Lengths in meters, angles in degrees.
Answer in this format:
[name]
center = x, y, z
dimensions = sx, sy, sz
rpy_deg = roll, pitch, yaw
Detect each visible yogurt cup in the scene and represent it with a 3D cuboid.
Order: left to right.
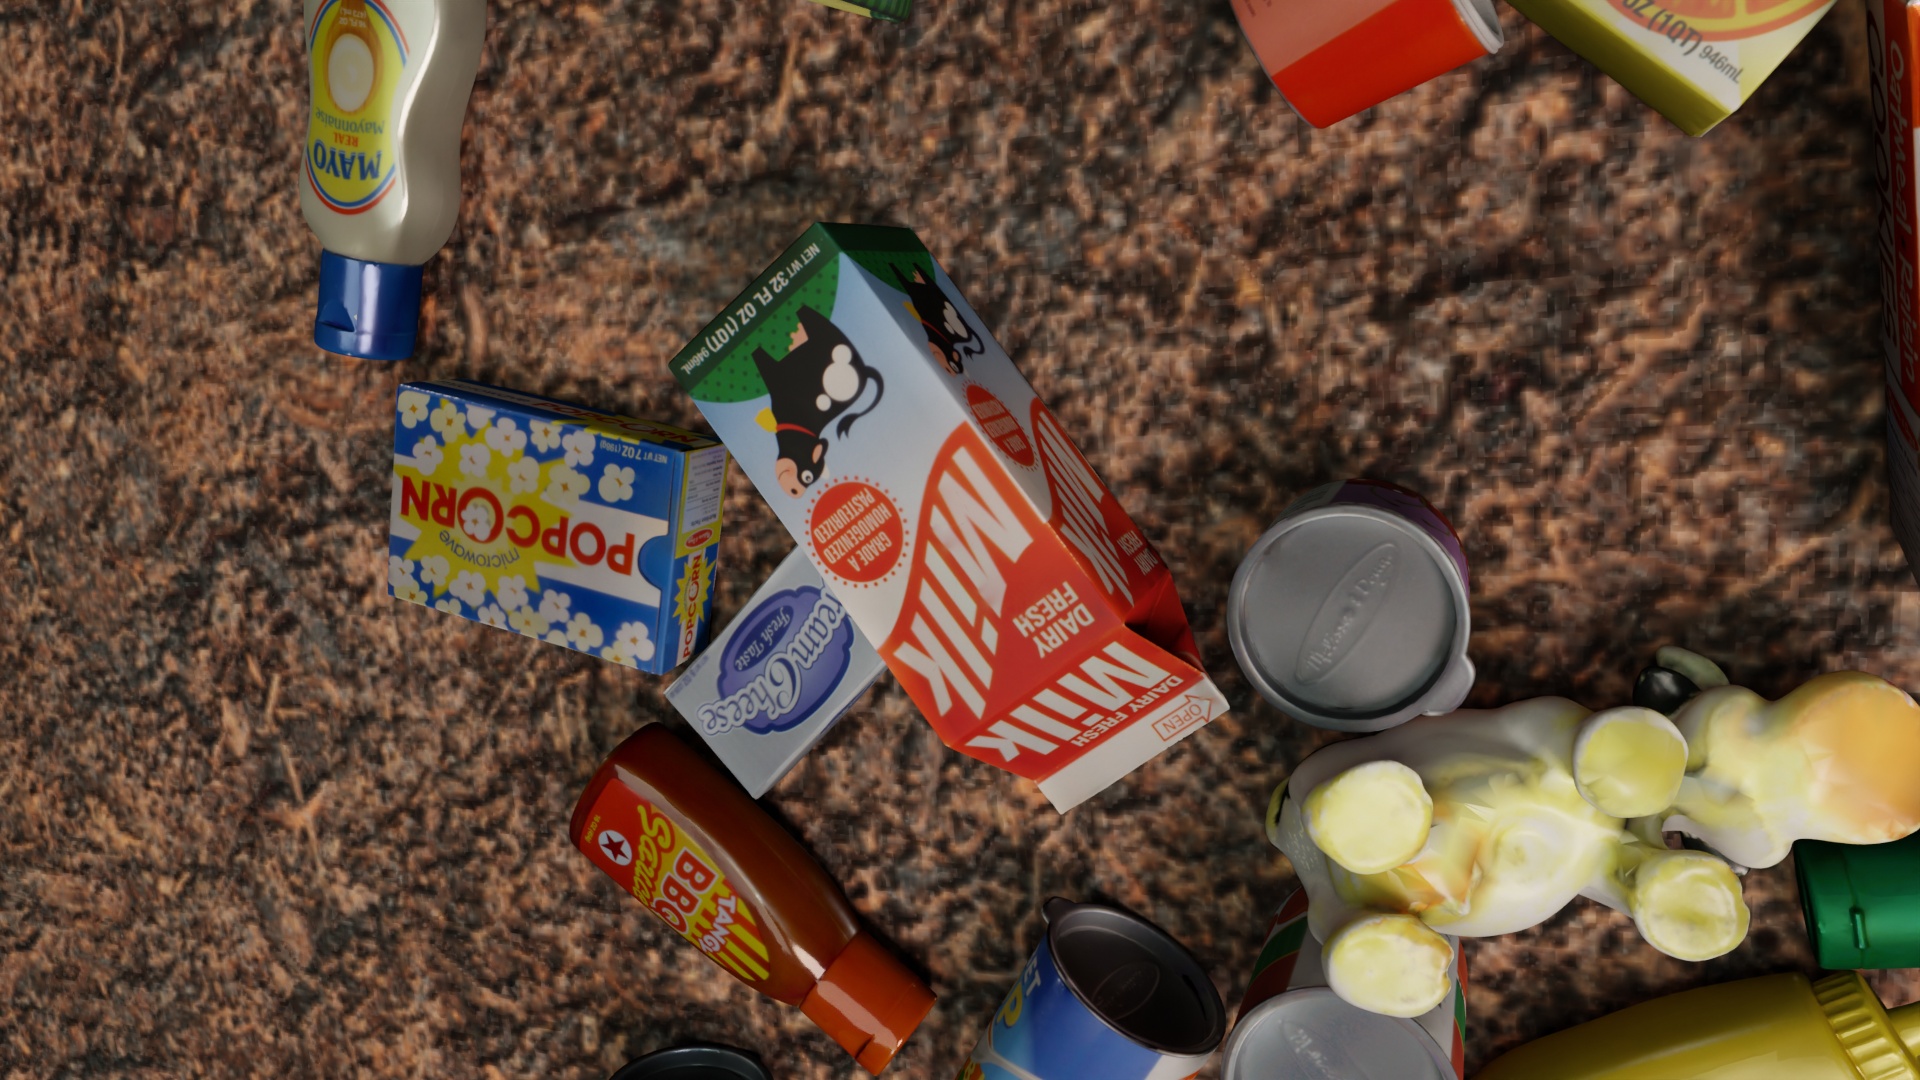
[yogurt cup]
center = 0.109, -0.151, 0.384
dimensions = 0.053, 0.073, 0.072
rpy_deg = -28, 90, 31

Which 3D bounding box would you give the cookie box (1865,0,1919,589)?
[cookie box]
center = 0.279, -0.068, 0.309
dimensions = 0.123, 0.040, 0.166
rpy_deg = -11, 124, 24

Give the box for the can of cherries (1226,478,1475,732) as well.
[can of cherries]
center = 0.119, 0.019, 0.415
dimensions = 0.071, 0.058, 0.071
rpy_deg = 4, 101, 20

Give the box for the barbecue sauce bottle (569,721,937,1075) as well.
[barbecue sauce bottle]
center = -0.076, 0.135, 0.518
dimensions = 0.148, 0.044, 0.064
rpy_deg = 38, 127, 10

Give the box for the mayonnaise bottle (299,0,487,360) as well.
[mayonnaise bottle]
center = -0.216, -0.143, 0.520
dimensions = 0.065, 0.041, 0.147
rpy_deg = 16, 105, 16

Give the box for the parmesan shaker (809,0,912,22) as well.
[parmesan shaker]
center = -0.032, -0.218, 0.423
dimensions = 0.071, 0.071, 0.102
rpy_deg = 20, 107, 16

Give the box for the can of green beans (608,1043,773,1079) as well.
[can of green beans]
center = -0.105, 0.239, 0.537
dimensions = 0.071, 0.071, 0.057
rpy_deg = 6, 103, 20

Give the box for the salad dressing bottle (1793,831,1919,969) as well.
[salad dressing bottle]
center = 0.307, 0.092, 0.366
dimensions = 0.147, 0.044, 0.064
rpy_deg = -9, 97, 23

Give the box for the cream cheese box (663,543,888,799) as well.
[cream cheese box]
center = -0.058, 0.041, 0.504
dimensions = 0.053, 0.024, 0.103
rpy_deg = 46, 112, 7

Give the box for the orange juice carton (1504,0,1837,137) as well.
[orange juice carton]
center = 0.220, -0.197, 0.327
dimensions = 0.072, 0.073, 0.192
rpy_deg = 41, 111, 9

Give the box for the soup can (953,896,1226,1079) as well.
[soup can]
center = 0.038, 0.175, 0.472
dimensions = 0.071, 0.071, 0.083
rpy_deg = 33, 110, 12

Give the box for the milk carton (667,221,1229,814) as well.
[milk carton]
center = 0.002, -0.006, 0.446
dimensions = 0.072, 0.074, 0.190
rpy_deg = -37, 86, 23

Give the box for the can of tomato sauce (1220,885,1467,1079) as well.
[can of tomato sauce]
center = 0.119, 0.150, 0.426
dimensions = 0.071, 0.083, 0.071
rpy_deg = 4, 102, 20

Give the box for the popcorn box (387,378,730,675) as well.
[popcorn box]
center = -0.153, -0.008, 0.524
dimensions = 0.127, 0.038, 0.085
rpy_deg = 13, 104, 18

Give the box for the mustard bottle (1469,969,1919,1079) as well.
[mustard bottle]
center = 0.224, 0.163, 0.407
dimensions = 0.160, 0.049, 0.065
rpy_deg = -36, 88, 23
